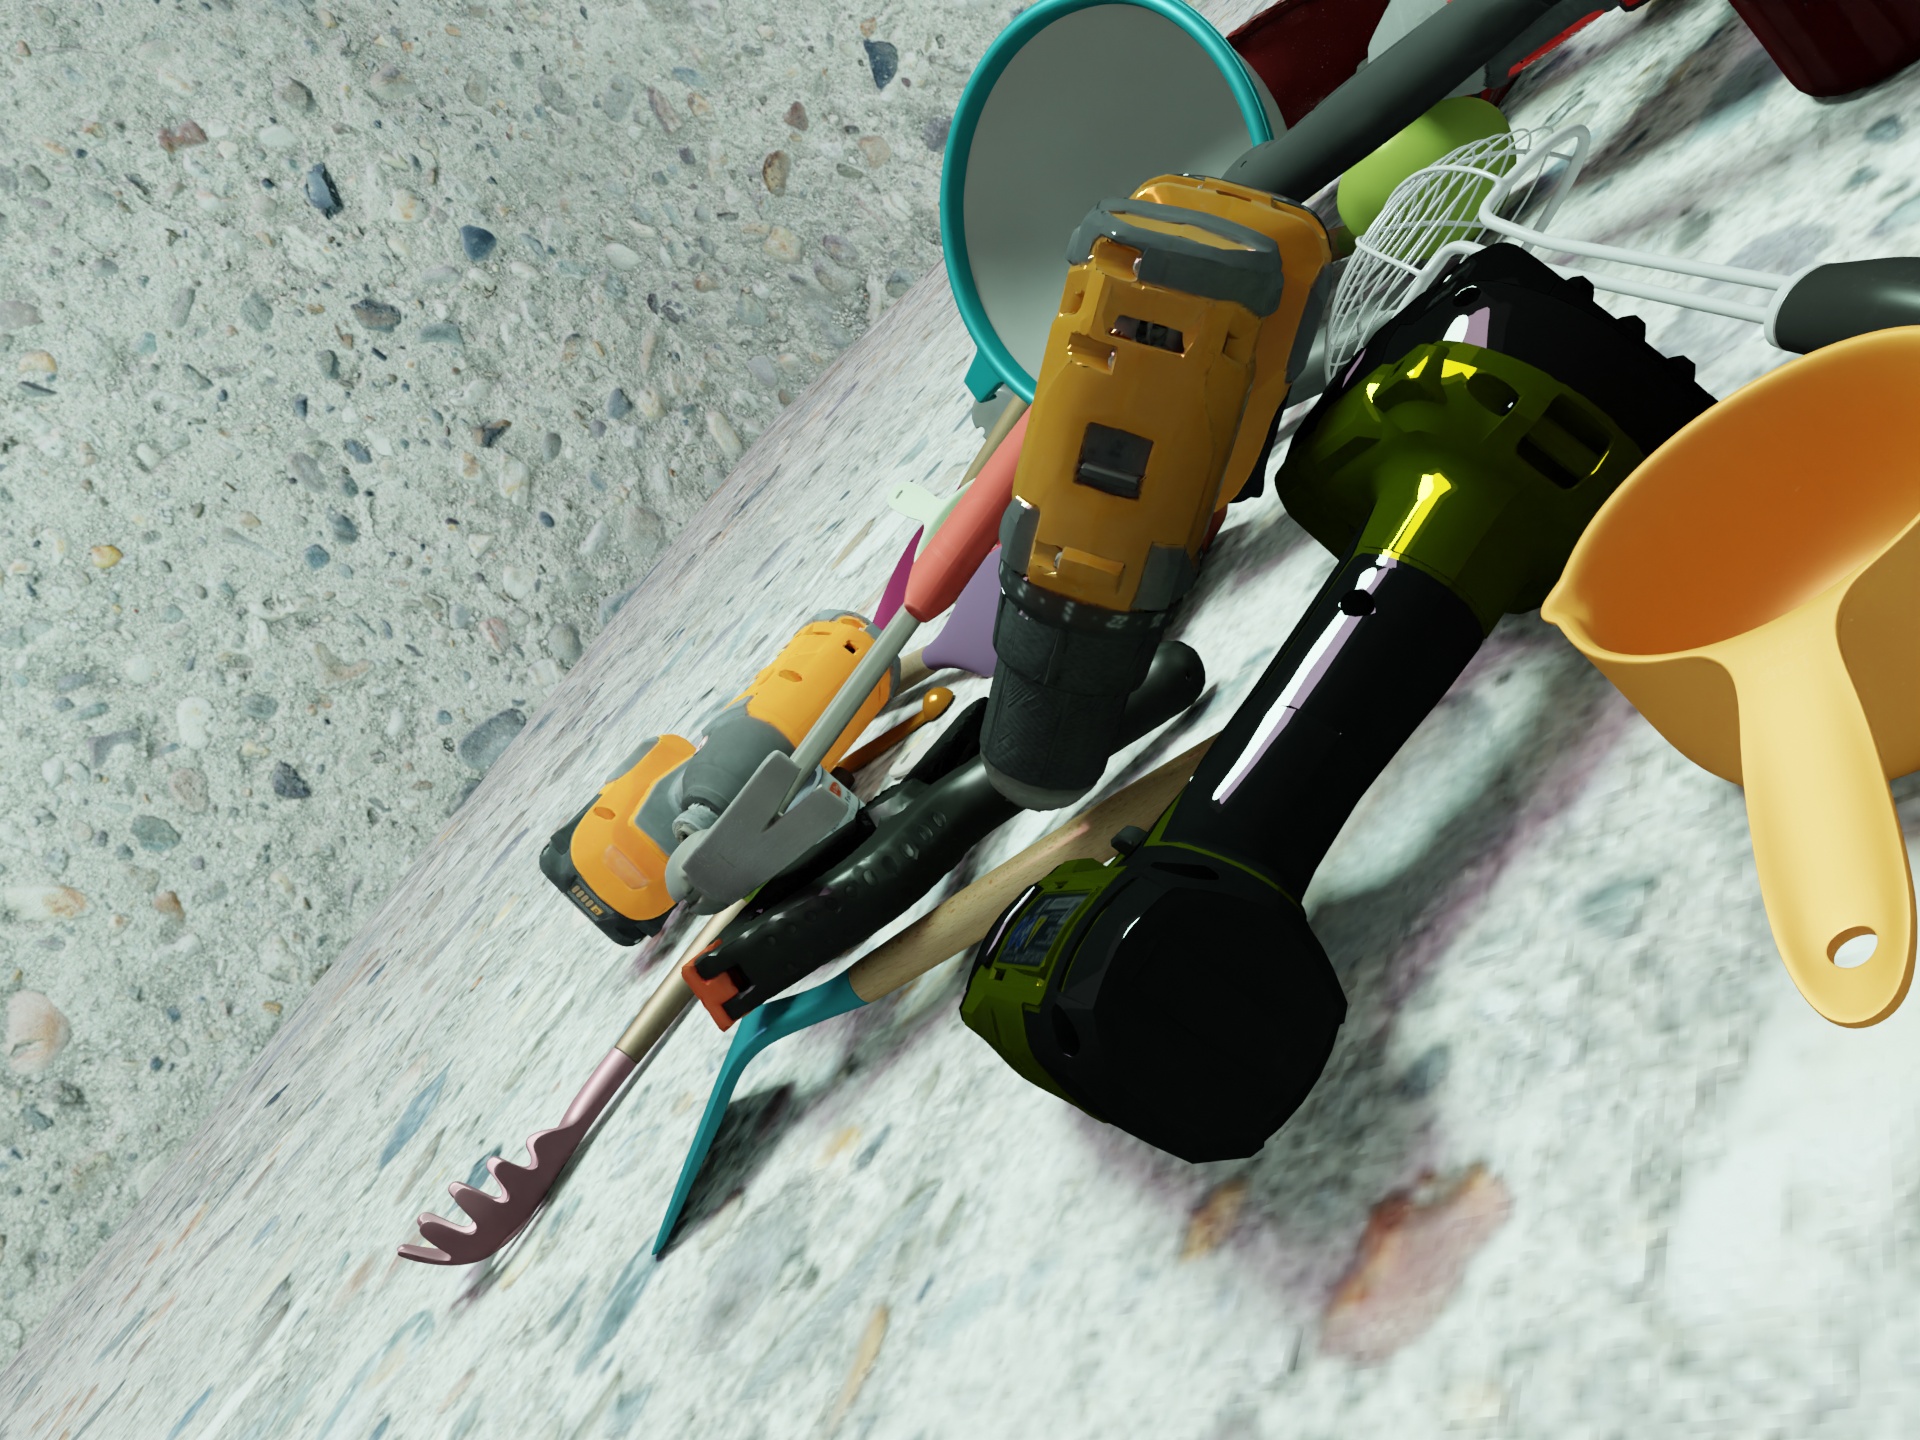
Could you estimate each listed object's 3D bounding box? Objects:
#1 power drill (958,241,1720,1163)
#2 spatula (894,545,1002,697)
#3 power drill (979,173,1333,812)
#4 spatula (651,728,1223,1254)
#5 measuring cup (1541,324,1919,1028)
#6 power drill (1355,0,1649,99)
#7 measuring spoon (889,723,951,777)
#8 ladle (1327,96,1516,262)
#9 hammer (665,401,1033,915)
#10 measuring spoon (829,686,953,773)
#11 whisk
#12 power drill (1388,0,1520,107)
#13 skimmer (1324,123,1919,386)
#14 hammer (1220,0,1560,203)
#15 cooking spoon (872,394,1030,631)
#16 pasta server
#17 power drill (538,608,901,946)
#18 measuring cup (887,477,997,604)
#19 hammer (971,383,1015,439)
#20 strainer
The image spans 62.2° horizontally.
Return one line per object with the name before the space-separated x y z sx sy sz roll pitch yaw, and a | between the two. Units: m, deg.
power drill | 0.083 0.001 0.413 0.223 0.080 0.171 -54 4 -11
spatula | -0.027 -0.030 0.873 0.018 0.060 0.316 -5 -11 -29
power drill | 0.063 -0.087 0.539 0.226 0.084 0.185 -58 -17 -62
spatula | -0.008 0.087 0.563 0.317 0.044 0.082 -35 19 24
measuring cup | 0.159 -0.001 0.280 0.095 0.052 0.174 -35 22 38
power drill | 0.260 -0.324 0.652 0.220 0.078 0.143 -40 10 -33
measuring spoon | -0.001 -0.002 0.764 0.124 0.018 0.034 -34 21 42
ladle | 0.189 -0.256 0.815 0.078 0.062 0.320 -13 11 -5
hammer | 0.004 -0.076 0.654 0.359 0.036 0.149 -56 9 -31
measuring spoon | -0.044 0.009 0.860 0.117 0.011 0.021 -32 21 43
whisk | 0.109 -0.135 0.734 0.296 0.073 0.073 -23 28 42
power drill | 0.241 -0.395 0.759 0.080 0.226 0.188 26 69 32
skimmer | 0.208 -0.107 0.446 0.127 0.090 0.364 -51 25 8
hammer | 0.182 -0.237 0.528 0.146 0.035 0.335 -59 16 -20
cooking spoon | 0.019 -0.161 0.976 0.318 0.017 0.069 -55 22 30
pasta server | -0.155 0.140 0.791 0.316 0.040 0.060 -53 8 -22
power drill | -0.140 0.042 0.863 0.226 0.084 0.164 -35 12 45
measuring cup | -0.004 -0.114 0.947 0.083 0.038 0.168 -53 28 2
hammer | 0.172 -0.311 1.006 0.386 0.038 0.143 -36 6 27
strainer | 0.092 -0.318 0.786 0.211 0.340 0.095 15 25 42
